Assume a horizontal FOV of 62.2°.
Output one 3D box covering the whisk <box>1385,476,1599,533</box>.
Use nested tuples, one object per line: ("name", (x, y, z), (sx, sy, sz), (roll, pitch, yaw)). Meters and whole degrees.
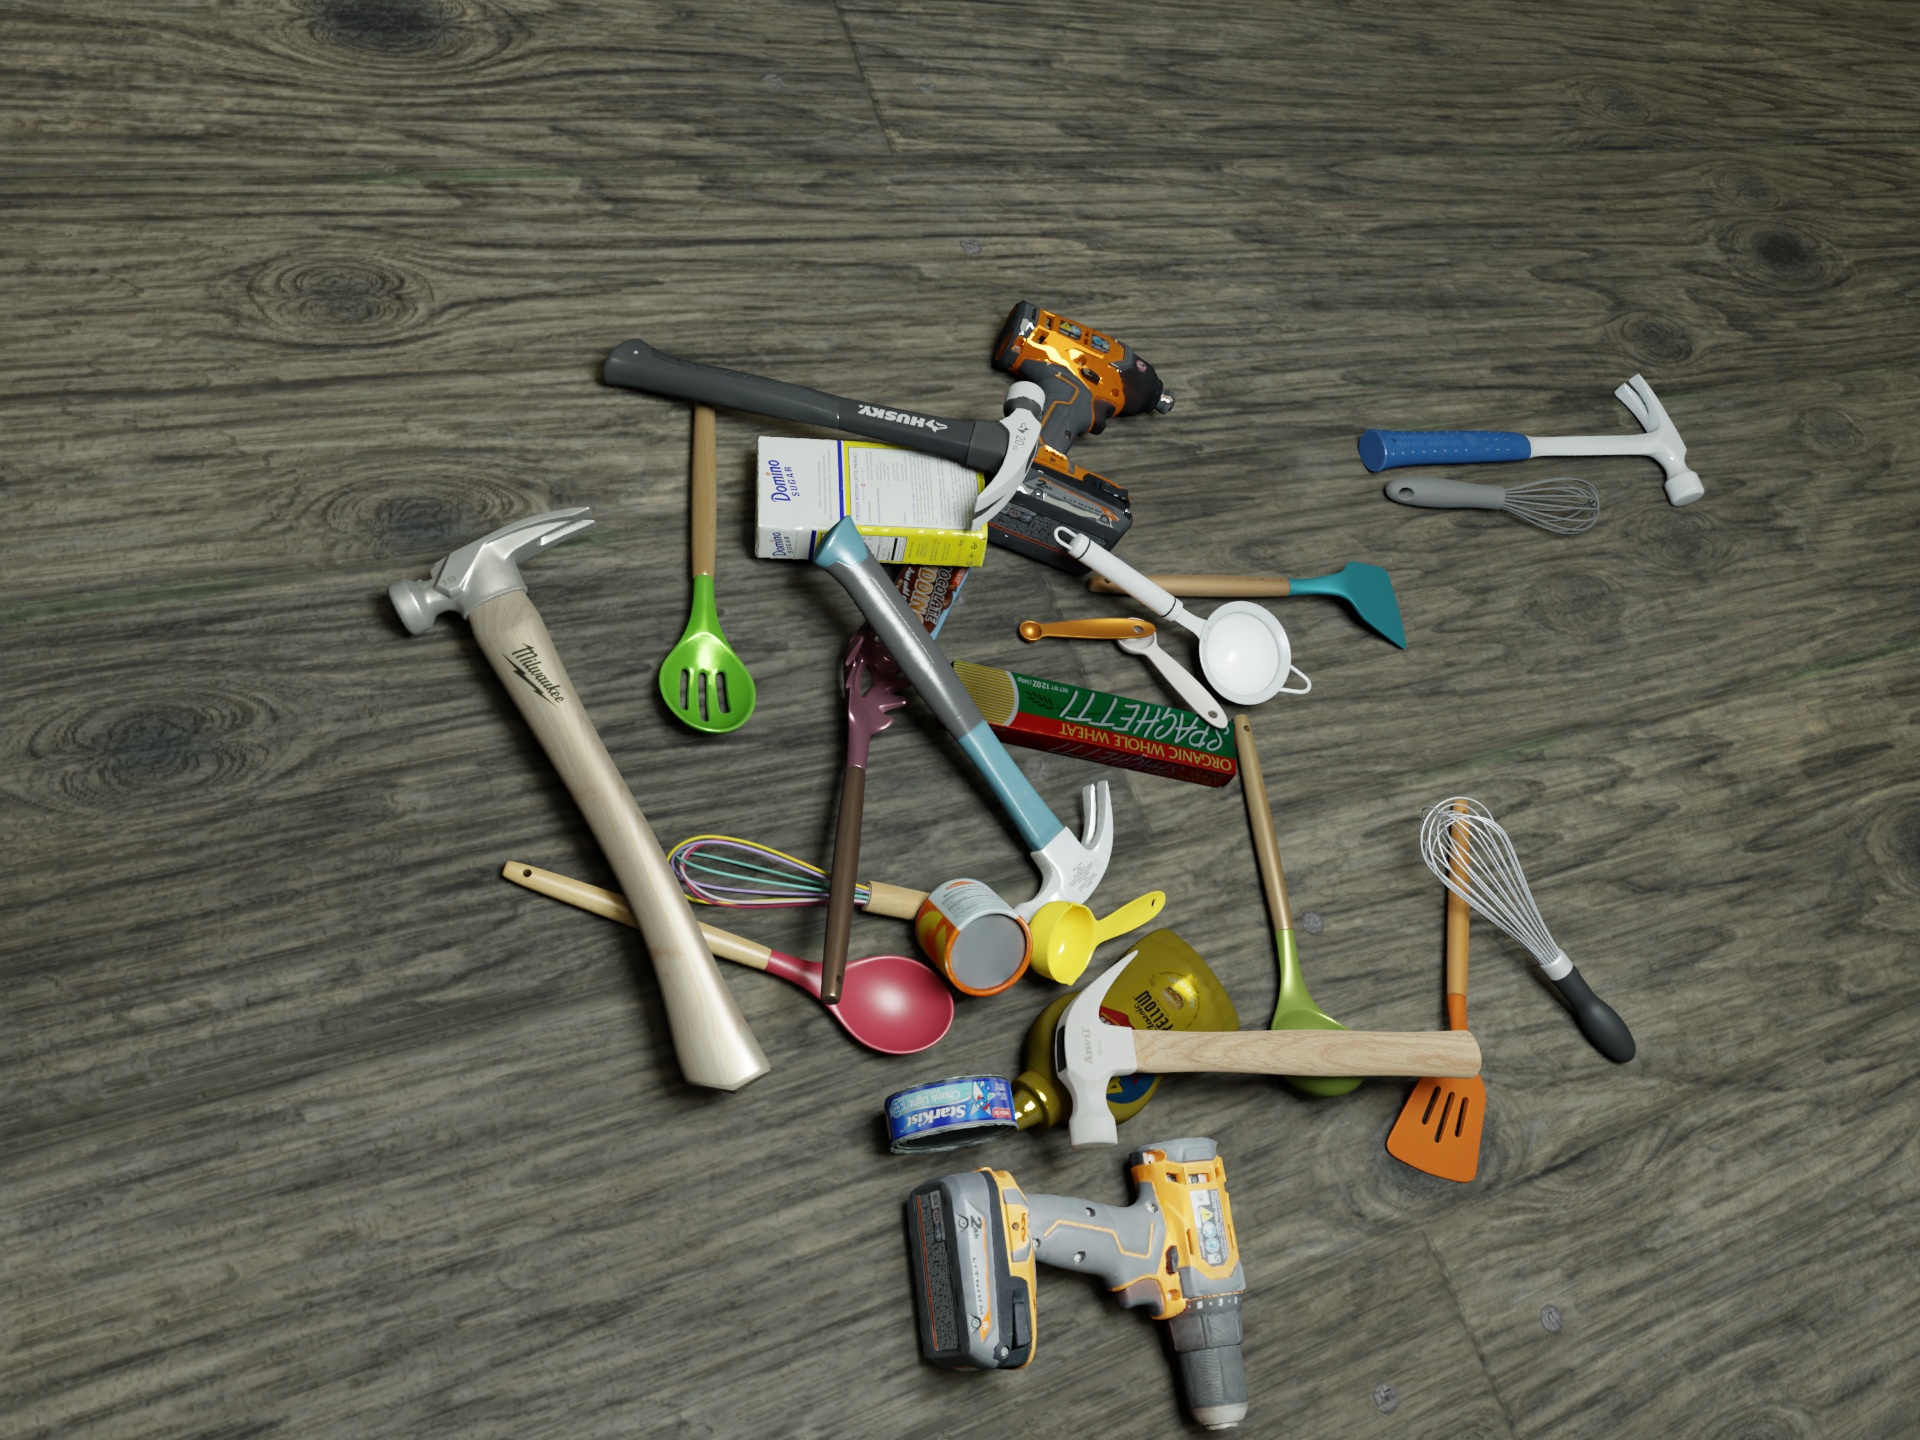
("whisk", (0.512, -0.211, 1.524), (0.239, 0.055, 0.055), (2, 65, -17))

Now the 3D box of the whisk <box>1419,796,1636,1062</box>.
("whisk", (0.465, 0.175, 1.290), (0.284, 0.070, 0.070), (49, 56, -11))

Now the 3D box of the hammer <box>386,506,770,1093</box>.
("hammer", (-0.224, 0.050, 1.043), (0.146, 0.038, 0.411), (-28, 76, -11))

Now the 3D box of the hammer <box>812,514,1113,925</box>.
("hammer", (-0.002, -0.004, 1.163), (0.128, 0.033, 0.331), (-39, 98, -29))

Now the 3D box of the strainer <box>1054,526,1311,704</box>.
("strainer", (0.177, -0.088, 1.296), (0.258, 0.050, 0.087), (31, 72, -21))

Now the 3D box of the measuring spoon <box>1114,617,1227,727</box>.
("measuring spoon", (0.170, -0.035, 1.290), (0.034, 0.018, 0.124), (-31, 68, -28))

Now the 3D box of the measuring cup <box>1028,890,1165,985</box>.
("measuring cup", (0.100, 0.148, 1.167), (0.156, 0.029, 0.062), (-14, 109, -50))

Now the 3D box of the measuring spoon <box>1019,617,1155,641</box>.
("measuring spoon", (0.103, -0.071, 1.287), (0.117, 0.011, 0.021), (-2, 55, -16))

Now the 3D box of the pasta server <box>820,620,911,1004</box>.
("pasta server", (-0.071, 0.055, 1.110), (0.060, 0.040, 0.317), (37, 40, -33))

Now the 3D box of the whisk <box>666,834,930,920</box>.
("whisk", (-0.088, 0.121, 1.109), (0.244, 0.051, 0.047), (14, 82, -22))

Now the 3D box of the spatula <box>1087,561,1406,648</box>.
("spatula", (0.254, -0.109, 1.374), (0.317, 0.044, 0.082), (0, 67, -18))

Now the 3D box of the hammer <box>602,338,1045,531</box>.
("hammer", (-0.108, -0.234, 1.214), (0.335, 0.035, 0.146), (13, 51, 1))

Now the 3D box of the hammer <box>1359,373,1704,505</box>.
("hammer", (0.566, -0.277, 1.581), (0.405, 0.035, 0.144), (-5, 69, -26))

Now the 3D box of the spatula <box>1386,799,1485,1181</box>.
("spatula", (0.395, 0.205, 1.285), (0.081, 0.041, 0.323), (22, 55, -13))

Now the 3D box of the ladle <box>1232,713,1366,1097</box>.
("ladle", (0.253, 0.135, 1.237), (0.078, 0.062, 0.320), (4, 62, -22))

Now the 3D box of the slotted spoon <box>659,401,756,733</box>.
("slotted spoon", (-0.190, -0.127, 1.187), (0.070, 0.031, 0.314), (6, 62, -21))

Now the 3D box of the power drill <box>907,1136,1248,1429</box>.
("power drill", (0.088, 0.374, 1.039), (0.226, 0.084, 0.185), (3, 66, -27))

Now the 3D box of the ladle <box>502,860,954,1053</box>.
("ladle", (-0.154, 0.153, 1.068), (0.315, 0.031, 0.069), (21, 59, -11))

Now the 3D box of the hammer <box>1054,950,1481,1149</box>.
("hammer", (0.221, 0.231, 1.116), (0.331, 0.031, 0.130), (5, 63, -20))

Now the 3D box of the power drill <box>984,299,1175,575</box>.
("power drill", (0.100, -0.238, 1.336), (0.164, 0.084, 0.227), (19, 56, -15))
